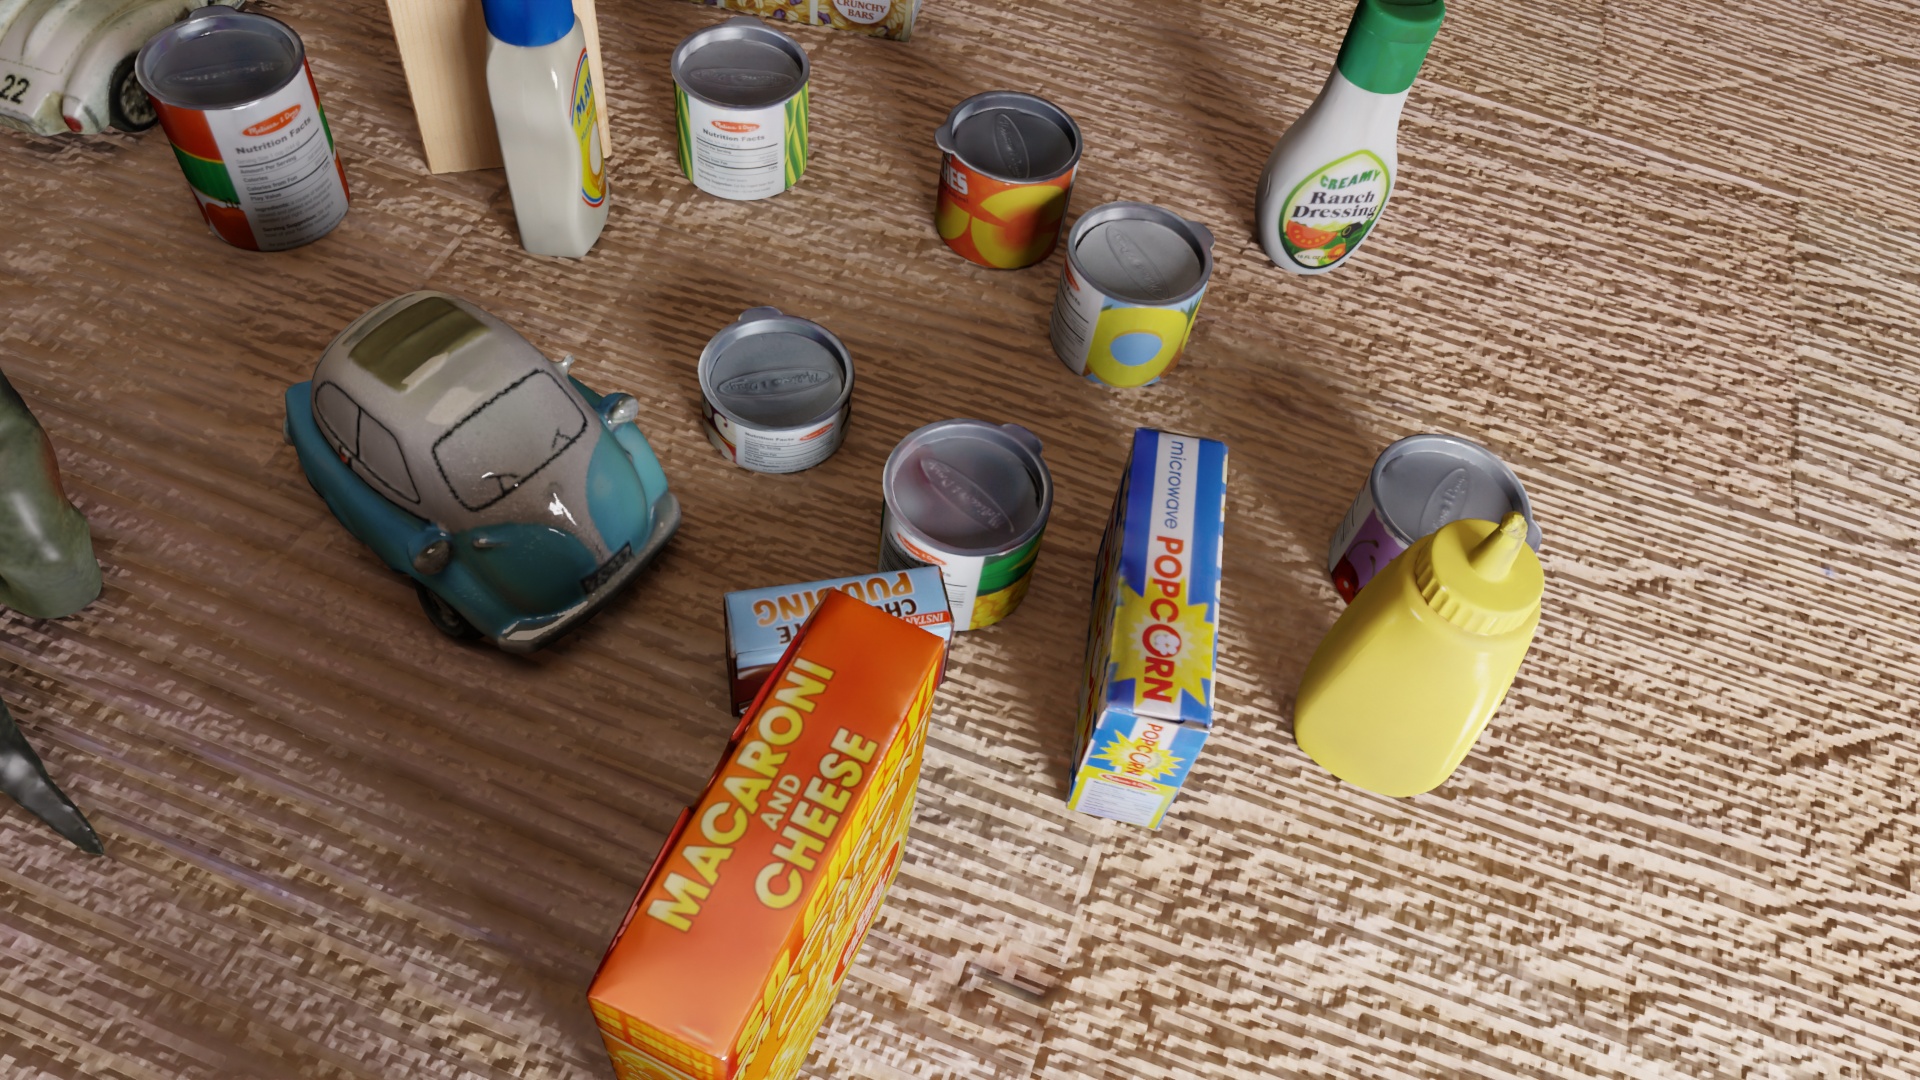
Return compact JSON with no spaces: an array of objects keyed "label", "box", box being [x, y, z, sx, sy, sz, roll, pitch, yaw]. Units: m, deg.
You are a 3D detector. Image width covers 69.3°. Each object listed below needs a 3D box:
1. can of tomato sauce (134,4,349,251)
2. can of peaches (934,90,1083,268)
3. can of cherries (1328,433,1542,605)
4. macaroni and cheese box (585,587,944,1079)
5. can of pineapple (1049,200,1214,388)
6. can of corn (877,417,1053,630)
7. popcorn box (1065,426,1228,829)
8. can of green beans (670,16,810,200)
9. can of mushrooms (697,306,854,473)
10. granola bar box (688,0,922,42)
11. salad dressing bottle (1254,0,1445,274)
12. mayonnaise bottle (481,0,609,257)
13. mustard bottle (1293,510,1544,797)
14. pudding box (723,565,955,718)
[{"label":"can of tomato sauce","box":[-0.320,-0.184,0.624,0.071,0.082,0.071,3,55,-5]},{"label":"can of peaches","box":[0.020,-0.175,0.678,0.071,0.057,0.071,3,55,-5]},{"label":"can of cherries","box":[0.196,0.000,0.579,0.071,0.058,0.072,3,55,-5]},{"label":"macaroni and cheese box","box":[-0.054,0.108,0.407,0.040,0.165,0.124,23,56,8]},{"label":"can of pineapple","box":[0.079,-0.113,0.643,0.071,0.057,0.071,3,55,-5]},{"label":"can of corn","box":[0.002,-0.007,0.559,0.071,0.058,0.071,3,55,-5]},{"label":"popcorn box","box":[0.071,0.032,0.525,0.038,0.084,0.127,11,55,0]},{"label":"can of green beans","box":[-0.108,-0.211,0.686,0.071,0.057,0.071,3,55,-5]},{"label":"can of mushrooms","box":[-0.080,-0.066,0.604,0.071,0.033,0.071,4,55,-5]},{"label":"granola bar box","box":[-0.100,-0.340,0.736,0.166,0.123,0.039,10,55,0]},{"label":"salad dressing bottle","box":[0.183,-0.193,0.656,0.064,0.146,0.044,-3,56,-9]},{"label":"mayonnaise bottle","box":[-0.183,-0.197,0.611,0.041,0.147,0.065,5,55,-4]},{"label":"mustard bottle","box":[0.167,0.036,0.489,0.065,0.159,0.049,27,57,11]},{"label":"pudding box","box":[-0.047,0.039,0.527,0.084,0.049,0.030,-8,57,-12]}]
